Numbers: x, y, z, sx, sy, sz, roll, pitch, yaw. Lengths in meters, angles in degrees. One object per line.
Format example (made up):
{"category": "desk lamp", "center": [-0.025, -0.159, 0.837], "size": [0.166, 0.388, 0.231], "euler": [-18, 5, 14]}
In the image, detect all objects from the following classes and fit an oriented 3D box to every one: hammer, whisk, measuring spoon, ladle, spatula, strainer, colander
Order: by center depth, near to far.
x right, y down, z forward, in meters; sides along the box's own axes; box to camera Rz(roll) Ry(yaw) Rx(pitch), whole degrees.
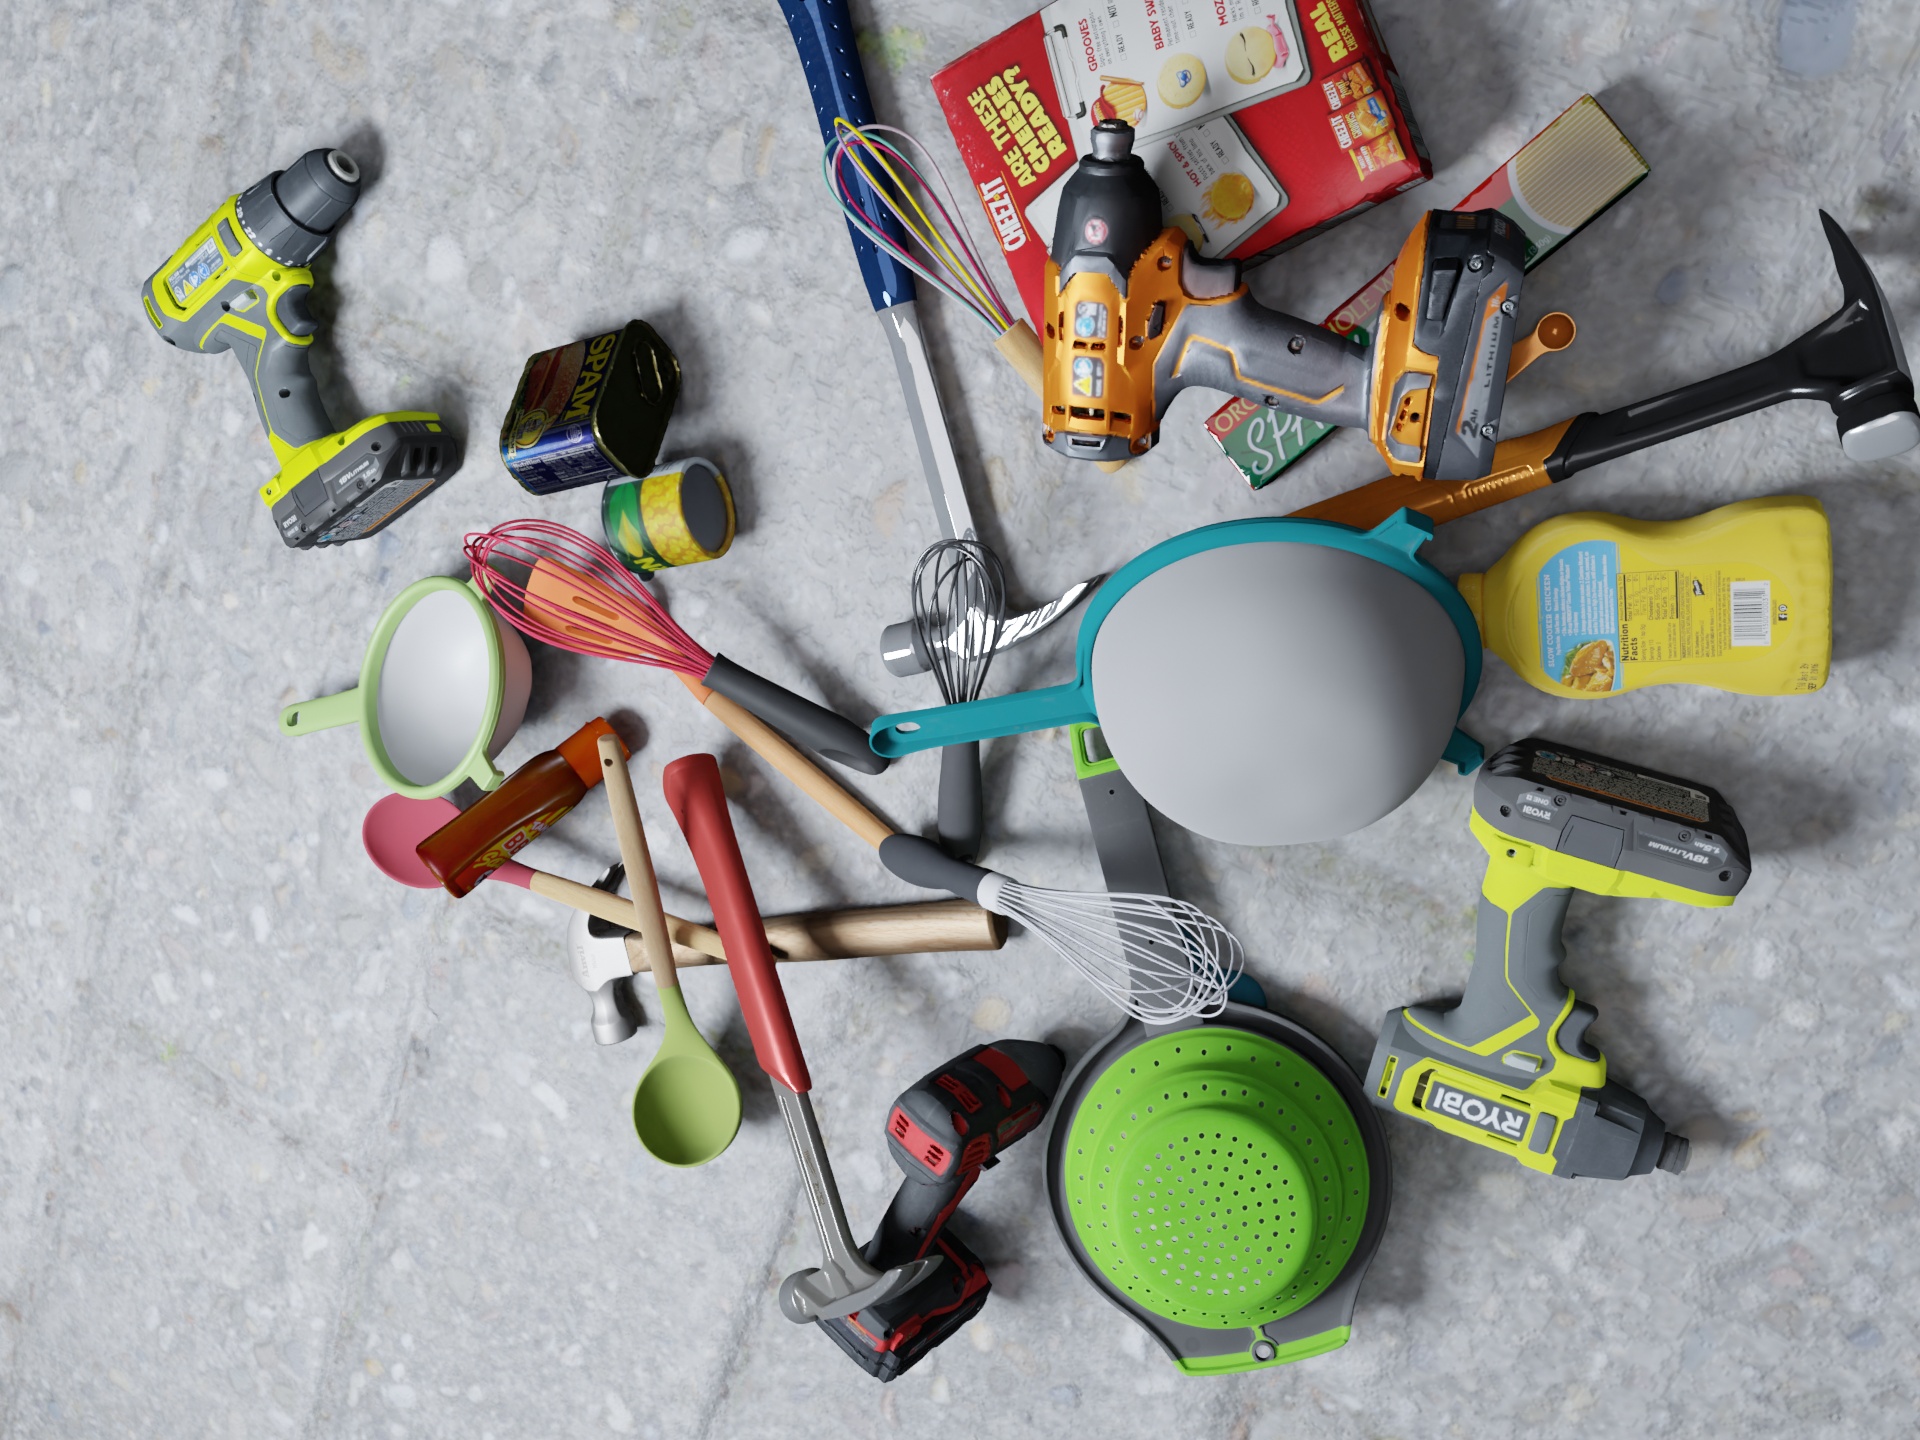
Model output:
{"category": "hammer", "center": [0.285, -0.137, 0.805], "size": [0.337, 0.034, 0.127], "euler": [-18, 55, 33]}
{"category": "measuring spoon", "center": [0.269, -0.175, 0.836], "size": [0.117, 0.011, 0.021], "euler": [-34, 91, 30]}
{"category": "strainer", "center": [0.102, 0.012, 0.842], "size": [0.340, 0.095, 0.210], "euler": [-9, 137, 20]}
{"category": "whisk", "center": [0.011, -0.232, 0.877], "size": [0.245, 0.051, 0.047], "euler": [48, 150, -14]}
{"category": "whisk", "center": [0.045, 0.107, 0.907], "size": [0.285, 0.070, 0.070], "euler": [17, 112, 48]}
{"category": "colander", "center": [0.123, 0.188, 0.907], "size": [0.204, 0.094, 0.397], "euler": [-15, 87, 9]}
{"category": "hammer", "center": [-0.029, -0.233, 0.930], "size": [0.144, 0.035, 0.405], "euler": [-12, 98, 25]}
{"category": "whisk", "center": [-0.002, -0.002, 0.945], "size": [0.055, 0.055, 0.238], "euler": [13, 126, 19]}
{"category": "measuring spoon", "center": [0.133, 0.143, 0.964], "size": [0.128, 0.021, 0.042], "euler": [47, 115, 4]}
{"category": "hammer", "center": [-0.114, 0.183, 0.983], "size": [0.149, 0.036, 0.359], "euler": [-40, 63, 47]}
{"category": "whisk", "center": [-0.173, -0.042, 0.990], "size": [0.295, 0.073, 0.073], "euler": [29, 114, -9]}
{"category": "ladle", "center": [-0.199, 0.156, 1.030], "size": [0.078, 0.062, 0.320], "euler": [-2, 119, 10]}
{"category": "spatula", "center": [-0.150, 0.005, 1.038], "size": [0.322, 0.041, 0.081], "euler": [39, 138, 8]}
{"category": "hammer", "center": [-0.125, 0.145, 1.068], "size": [0.331, 0.031, 0.130], "euler": [-8, 100, 24]}
{"category": "ladle", "center": [-0.268, 0.116, 1.086], "size": [0.315, 0.031, 0.069], "euler": [17, 98, 15]}
{"category": "strainer", "center": [-0.382, -0.013, 1.118], "size": [0.256, 0.069, 0.151], "euler": [-10, 79, 36]}

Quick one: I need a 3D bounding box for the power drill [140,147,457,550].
{"category": "power drill", "center": [-0.438, -0.250, 1.075], "size": [0.190, 0.080, 0.228], "euler": [-28, 89, 26]}

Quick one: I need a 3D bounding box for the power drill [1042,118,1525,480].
{"category": "power drill", "center": [0.150, -0.202, 0.771], "size": [0.226, 0.084, 0.164], "euler": [8, 123, 15]}

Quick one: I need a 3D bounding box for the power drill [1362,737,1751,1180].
{"category": "power drill", "center": [0.329, 0.136, 0.855], "size": [0.171, 0.080, 0.223], "euler": [17, 113, 18]}

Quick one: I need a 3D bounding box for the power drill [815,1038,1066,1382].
{"category": "power drill", "center": [-0.008, 0.297, 1.004], "size": [0.079, 0.143, 0.219], "euler": [35, 120, 27]}
